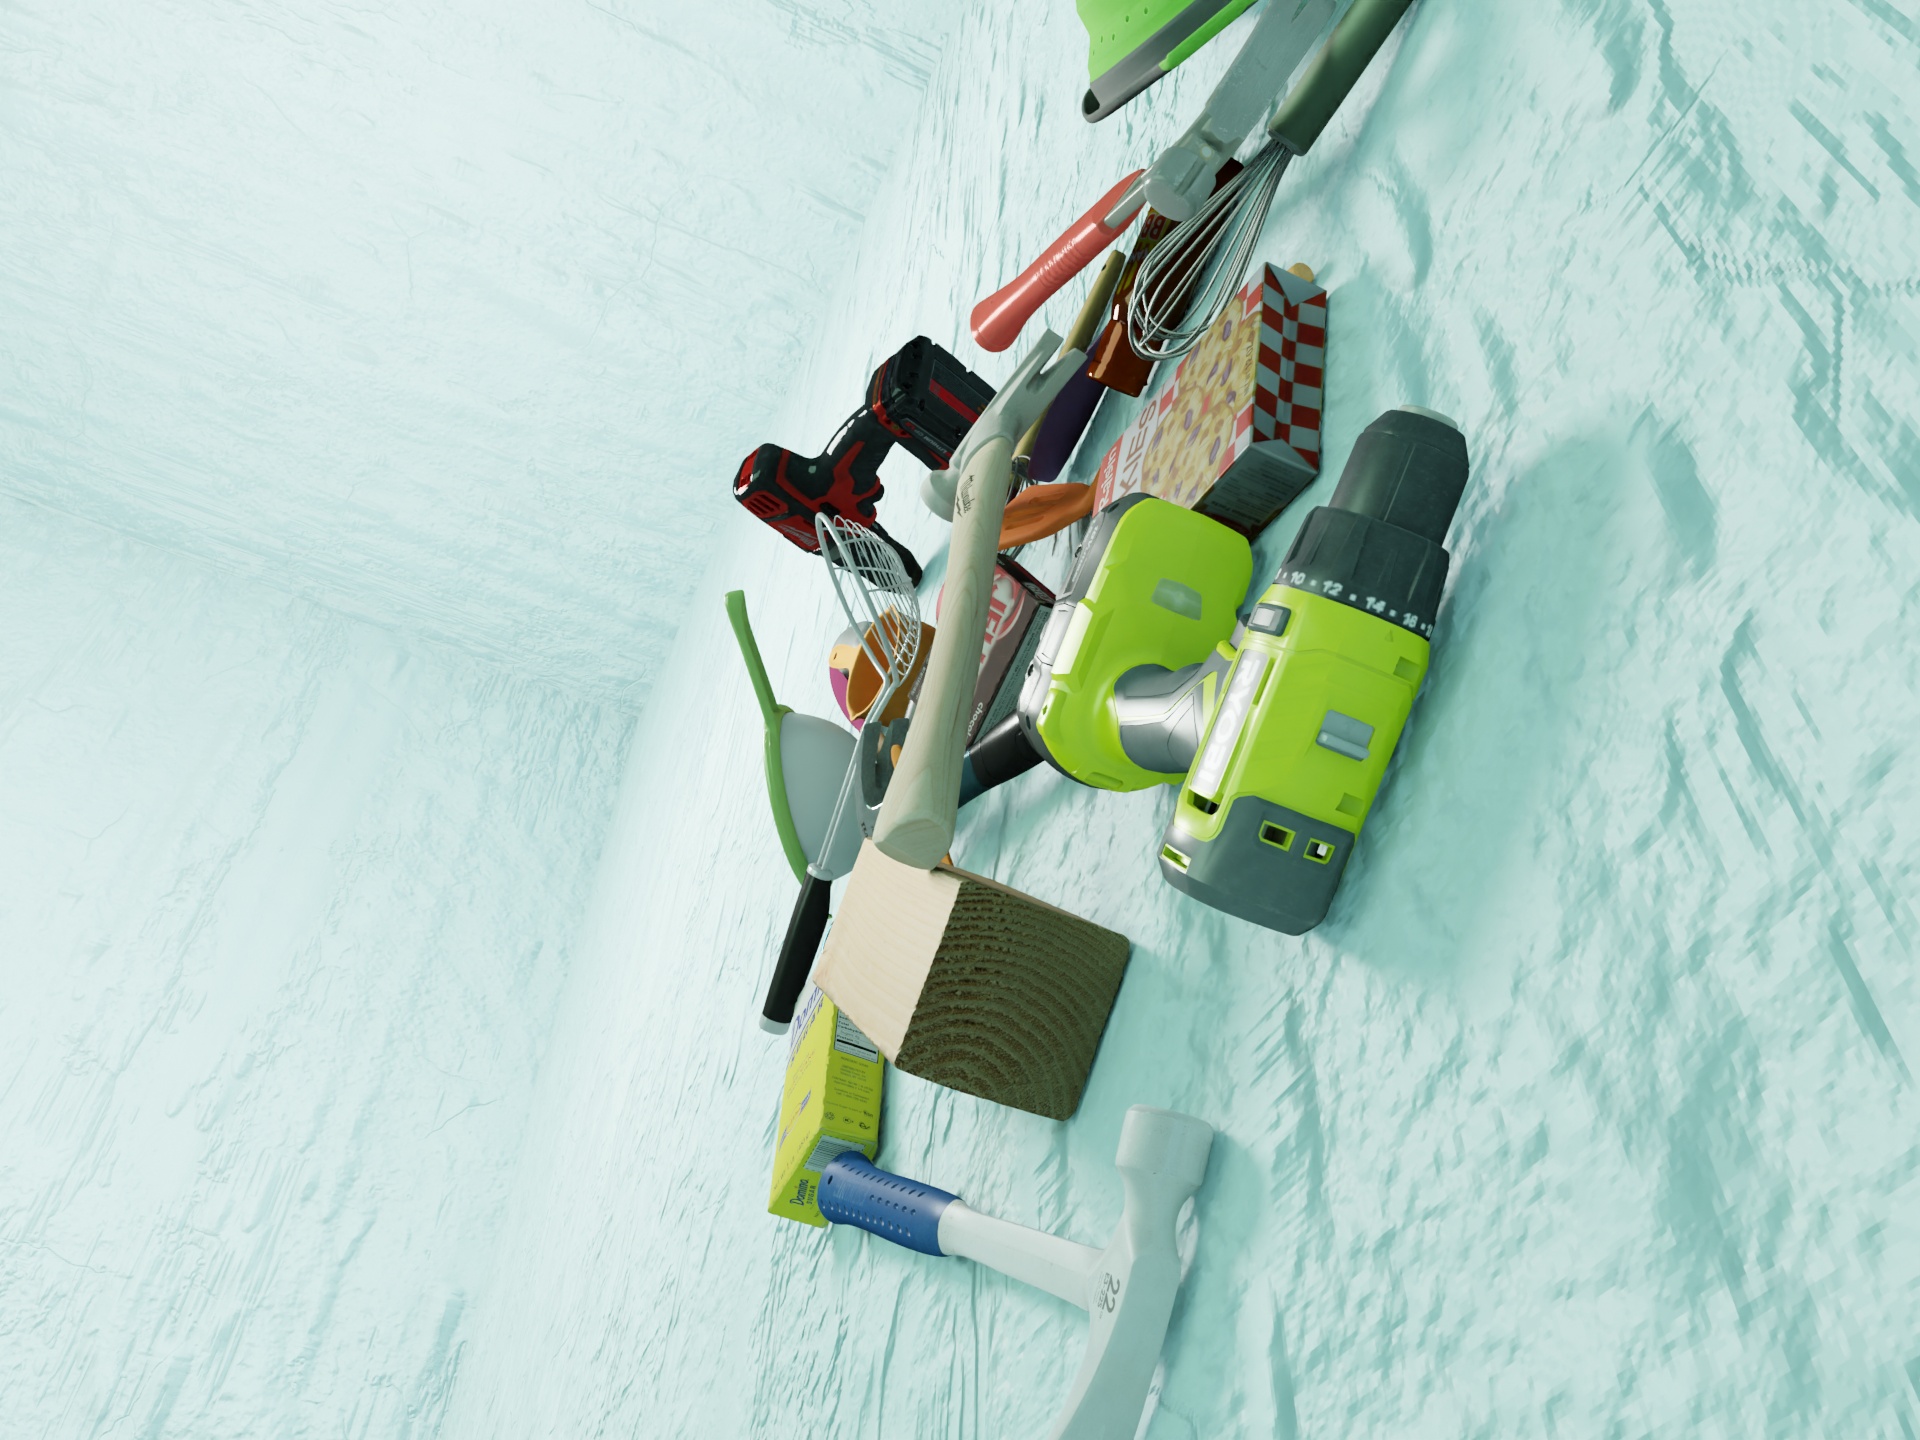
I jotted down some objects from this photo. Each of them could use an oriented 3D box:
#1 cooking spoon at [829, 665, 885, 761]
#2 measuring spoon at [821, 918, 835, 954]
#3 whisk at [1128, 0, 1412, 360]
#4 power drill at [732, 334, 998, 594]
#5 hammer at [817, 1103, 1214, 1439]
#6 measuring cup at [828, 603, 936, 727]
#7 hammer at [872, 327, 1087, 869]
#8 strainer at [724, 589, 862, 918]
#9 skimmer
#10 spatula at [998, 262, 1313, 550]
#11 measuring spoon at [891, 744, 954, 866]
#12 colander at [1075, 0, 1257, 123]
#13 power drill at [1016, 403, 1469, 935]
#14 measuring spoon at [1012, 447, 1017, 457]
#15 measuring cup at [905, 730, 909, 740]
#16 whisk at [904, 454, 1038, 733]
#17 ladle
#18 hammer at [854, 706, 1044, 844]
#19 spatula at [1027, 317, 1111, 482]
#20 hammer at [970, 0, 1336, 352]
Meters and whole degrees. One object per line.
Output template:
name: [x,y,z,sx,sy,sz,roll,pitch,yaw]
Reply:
cooking spoon: [-0.068,0.016,1.262,0.017,0.068,0.319,-27,21,-7]
measuring spoon: [-0.061,0.151,1.127,0.128,0.021,0.042,-25,41,56]
whisk: [0.165,-0.293,0.828,0.246,0.059,0.058,-55,50,18]
power drill: [-0.056,-0.196,1.316,0.226,0.187,0.080,-28,40,40]
hammer: [-0.002,0.246,0.751,0.405,0.035,0.144,152,136,-68]
measuring cup: [-0.060,-0.040,1.262,0.174,0.052,0.095,14,84,69]
hammer: [0.008,-0.076,0.884,0.146,0.038,0.411,-48,19,34]
strainer: [-0.108,0.011,1.187,0.152,0.069,0.256,-91,-12,-59]
skimmer: [-0.107,0.042,1.103,0.127,0.090,0.363,-141,67,-70]
spatula: [0.100,-0.174,0.931,0.081,0.041,0.322,-50,5,-32]
measuring spoon: [-0.021,0.066,0.940,0.021,0.011,0.117,-50,57,50]
colander: [0.135,-0.485,1.006,0.204,0.094,0.397,-36,16,16]
power drill: [0.111,-0.033,0.649,0.190,0.080,0.229,-69,18,3]
measuring spoon: [0.040,-0.187,1.215,0.124,0.018,0.034,-52,12,30]
measuring cup: [-0.002,-0.003,1.093,0.168,0.038,0.083,-58,10,-18]
whisk: [0.003,-0.076,1.132,0.055,0.055,0.239,-122,51,-71]
ladle: [0.049,-0.195,1.165,0.315,0.031,0.069,-65,22,9]
hammer: [0.022,0.022,0.905,0.331,0.033,0.128,-37,67,54]
spatula: [0.122,-0.296,1.030,0.059,0.018,0.316,-1,-57,-60]
hammer: [0.087,-0.301,0.948,0.149,0.036,0.359,-57,13,-14]
